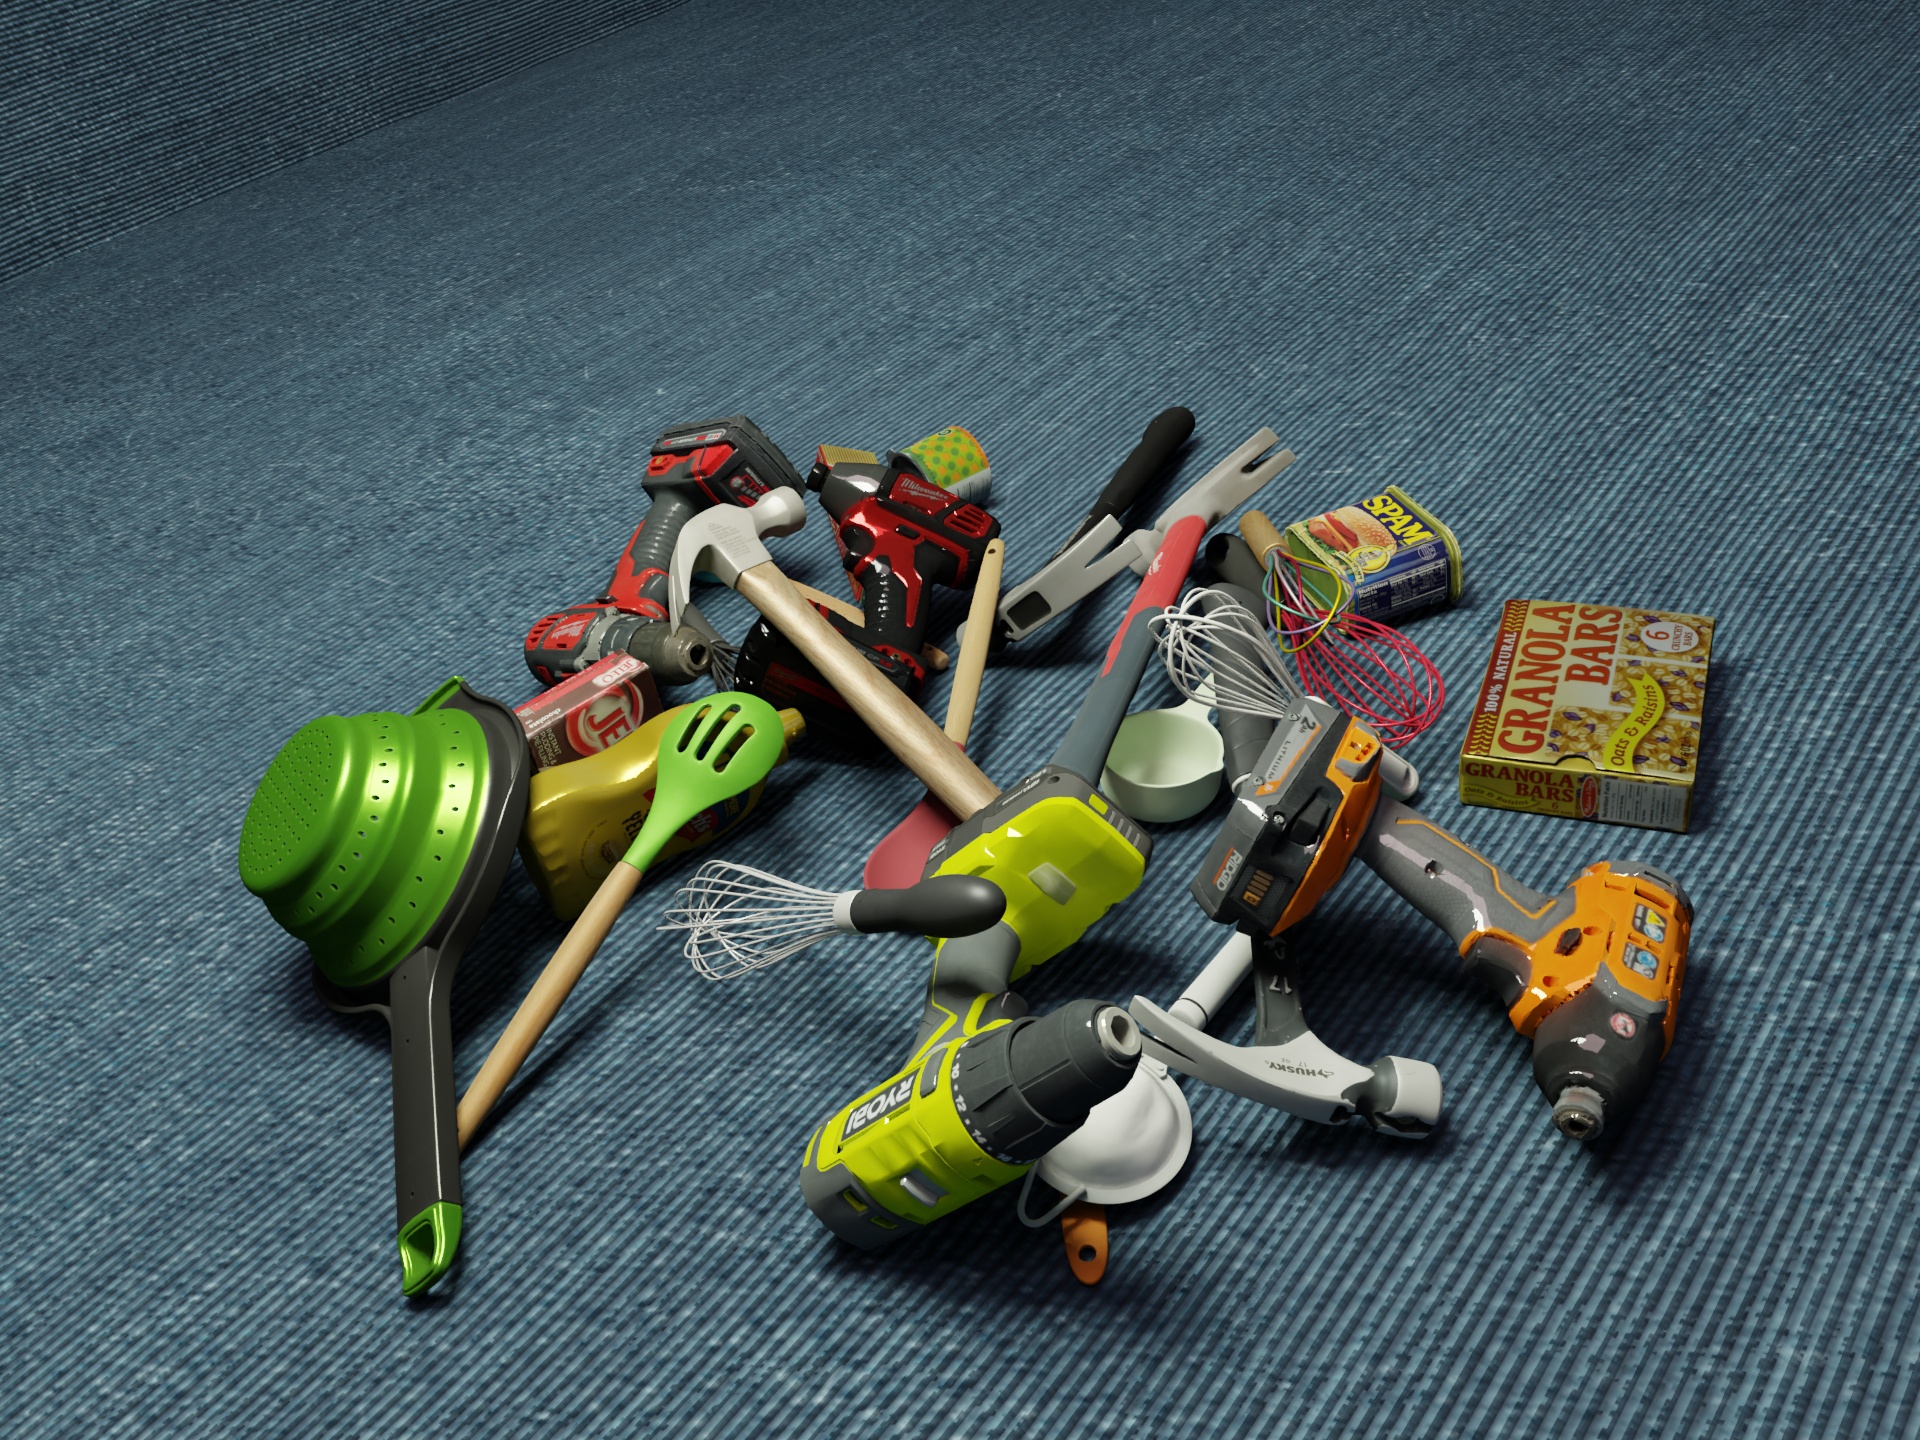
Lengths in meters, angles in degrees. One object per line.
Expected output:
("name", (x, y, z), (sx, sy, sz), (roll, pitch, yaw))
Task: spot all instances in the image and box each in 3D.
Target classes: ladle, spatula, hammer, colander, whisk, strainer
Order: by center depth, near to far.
("strainer", (0.109, 0.153, 0.800), (0.087, 0.050, 0.258), (30, 45, 23))
("whisk", (-0.073, 0.101, 0.827), (0.284, 0.070, 0.070), (-12, 25, 51))
("whisk", (0.184, -0.005, 0.861), (0.059, 0.246, 0.058), (2, 70, 46))
("colander", (-0.329, 0.120, 0.871), (0.204, 0.094, 0.398), (-40, 44, 20))
("hammer", (0.160, 0.048, 0.885), (0.149, 0.036, 0.409), (12, 39, -5))
("hammer", (-0.053, -0.012, 0.952), (0.331, 0.031, 0.130), (45, 48, 17))
("hammer", (0.122, -0.063, 0.992), (0.143, 0.038, 0.386), (-39, 12, 35))
("ladle", (-0.002, -0.003, 1.010), (0.069, 0.031, 0.316), (0, 50, 16))
("whisk", (0.203, -0.095, 1.015), (0.051, 0.047, 0.245), (6, 21, -2))
("whisk", (0.226, -0.063, 1.049), (0.073, 0.073, 0.296), (-18, 31, -8))
("whisk", (-0.175, -0.051, 1.156), (0.055, 0.055, 0.239), (-27, 34, -19))
("hammer", (0.116, -0.162, 1.191), (0.146, 0.035, 0.335), (-32, 13, 39))
("spatula", (-0.124, -0.103, 1.211), (0.318, 0.044, 0.082), (26, 51, 39))

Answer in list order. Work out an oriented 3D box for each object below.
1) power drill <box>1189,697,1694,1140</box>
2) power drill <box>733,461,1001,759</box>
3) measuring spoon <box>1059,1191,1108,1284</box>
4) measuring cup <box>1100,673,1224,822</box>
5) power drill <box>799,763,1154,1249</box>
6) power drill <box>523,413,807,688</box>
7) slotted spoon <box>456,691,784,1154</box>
("power drill", (0.231, 0.096, 0.760), (0.226, 0.084, 0.164), (28, 42, 11))
("power drill", (-0.067, -0.091, 1.088), (0.143, 0.078, 0.220), (26, 48, -3))
("measuring spoon", (0.056, 0.216, 0.759), (0.021, 0.011, 0.117), (-9, 36, 4))
("measuring cup", (0.147, 0.007, 0.995), (0.083, 0.038, 0.167), (19, 41, 29))
("power drill", (0.024, 0.128, 0.766), (0.190, 0.080, 0.229), (-39, 18, 35))
("power drill", (-0.203, -0.112, 1.151), (0.188, 0.080, 0.227), (3, 56, 46))
("slotted spoon", (-0.197, 0.105, 0.892), (0.070, 0.031, 0.314), (24, 67, 15))
